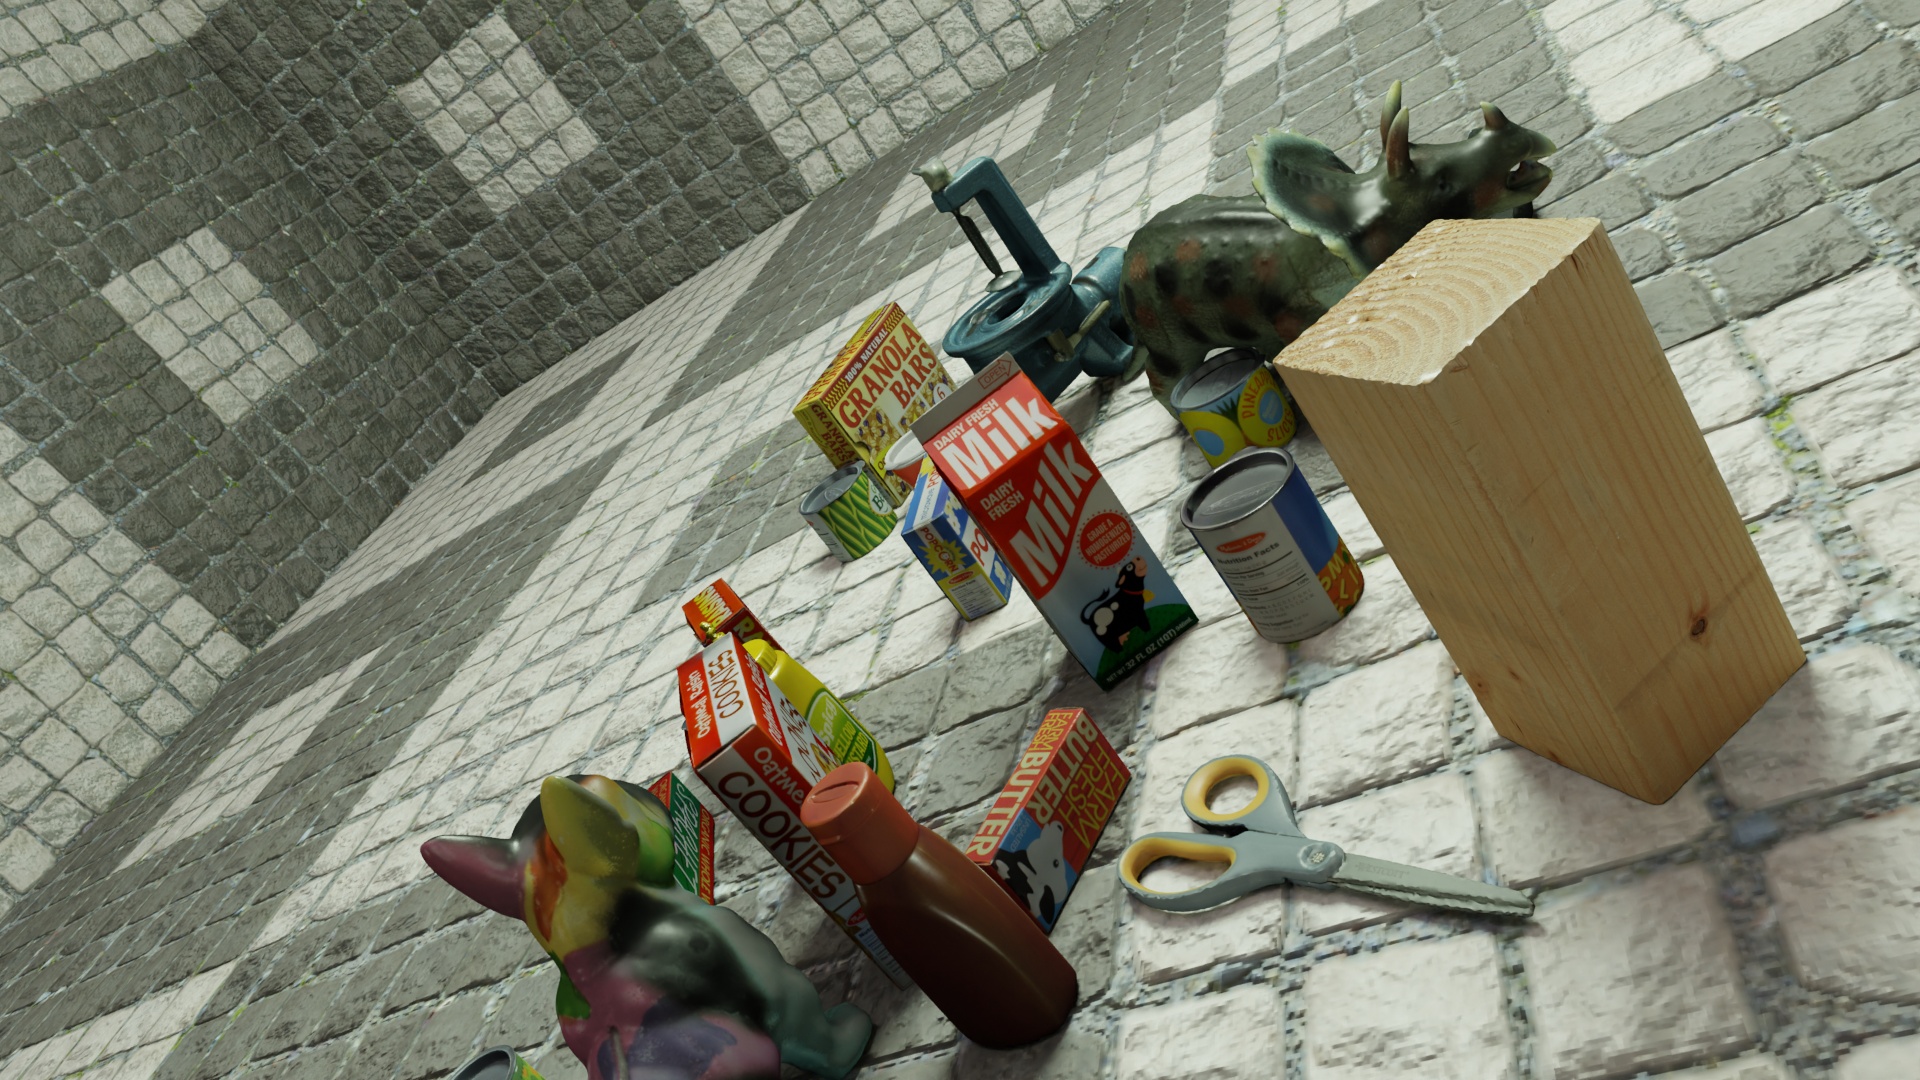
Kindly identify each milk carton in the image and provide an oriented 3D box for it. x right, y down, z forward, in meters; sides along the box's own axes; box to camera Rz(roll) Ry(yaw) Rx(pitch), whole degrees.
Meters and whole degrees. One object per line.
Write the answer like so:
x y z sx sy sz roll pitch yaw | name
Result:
0.051 -0.013 0.797 0.072 0.190 0.073 -38 22 -1 | milk carton

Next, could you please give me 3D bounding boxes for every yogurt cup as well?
-0.022 -0.066 1.184 0.072 0.054 0.073 -31 23 15 | yogurt cup

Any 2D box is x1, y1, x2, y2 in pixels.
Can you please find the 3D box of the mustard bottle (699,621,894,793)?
-0.102 0.107 0.824 0.048 0.160 0.066 -24 26 29 | mustard bottle

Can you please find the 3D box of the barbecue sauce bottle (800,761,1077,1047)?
-0.012 0.160 0.607 0.064 0.148 0.044 -21 27 35 | barbecue sauce bottle

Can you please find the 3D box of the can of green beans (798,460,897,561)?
-0.097 -0.024 1.204 0.071 0.057 0.071 -31 23 15 | can of green beans

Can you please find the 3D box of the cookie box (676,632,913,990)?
-0.079 0.138 0.722 0.040 0.167 0.123 -38 22 -2 | cookie box

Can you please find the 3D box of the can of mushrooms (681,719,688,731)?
-0.171 0.133 1.040 0.071 0.033 0.071 -31 23 15 | can of mushrooms

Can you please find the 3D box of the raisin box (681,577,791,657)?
-0.133 0.090 0.951 0.040 0.123 0.086 -40 22 -7 | raisin box

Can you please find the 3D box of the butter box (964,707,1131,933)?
0.045 0.138 0.693 0.024 0.053 0.104 -13 32 45 | butter box

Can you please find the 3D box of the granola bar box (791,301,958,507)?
-0.069 -0.123 1.270 0.039 0.124 0.166 -18 29 38 | granola bar box

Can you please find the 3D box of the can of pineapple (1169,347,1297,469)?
0.183 -0.086 0.921 0.071 0.057 0.071 -31 23 15 | can of pineapple

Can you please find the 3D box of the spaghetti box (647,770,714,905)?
-0.175 0.225 0.845 0.028 0.050 0.251 -35 22 4 | spaghetti box

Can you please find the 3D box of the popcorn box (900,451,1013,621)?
0.004 -0.013 1.002 0.038 0.085 0.127 -27 24 23 | popcorn box

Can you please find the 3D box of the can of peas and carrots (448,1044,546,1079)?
-0.249 0.321 0.755 0.071 0.058 0.071 -31 23 15 | can of peas and carrots

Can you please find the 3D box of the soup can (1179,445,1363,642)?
0.167 0.001 0.741 0.071 0.083 0.072 -31 23 15 | soup can
